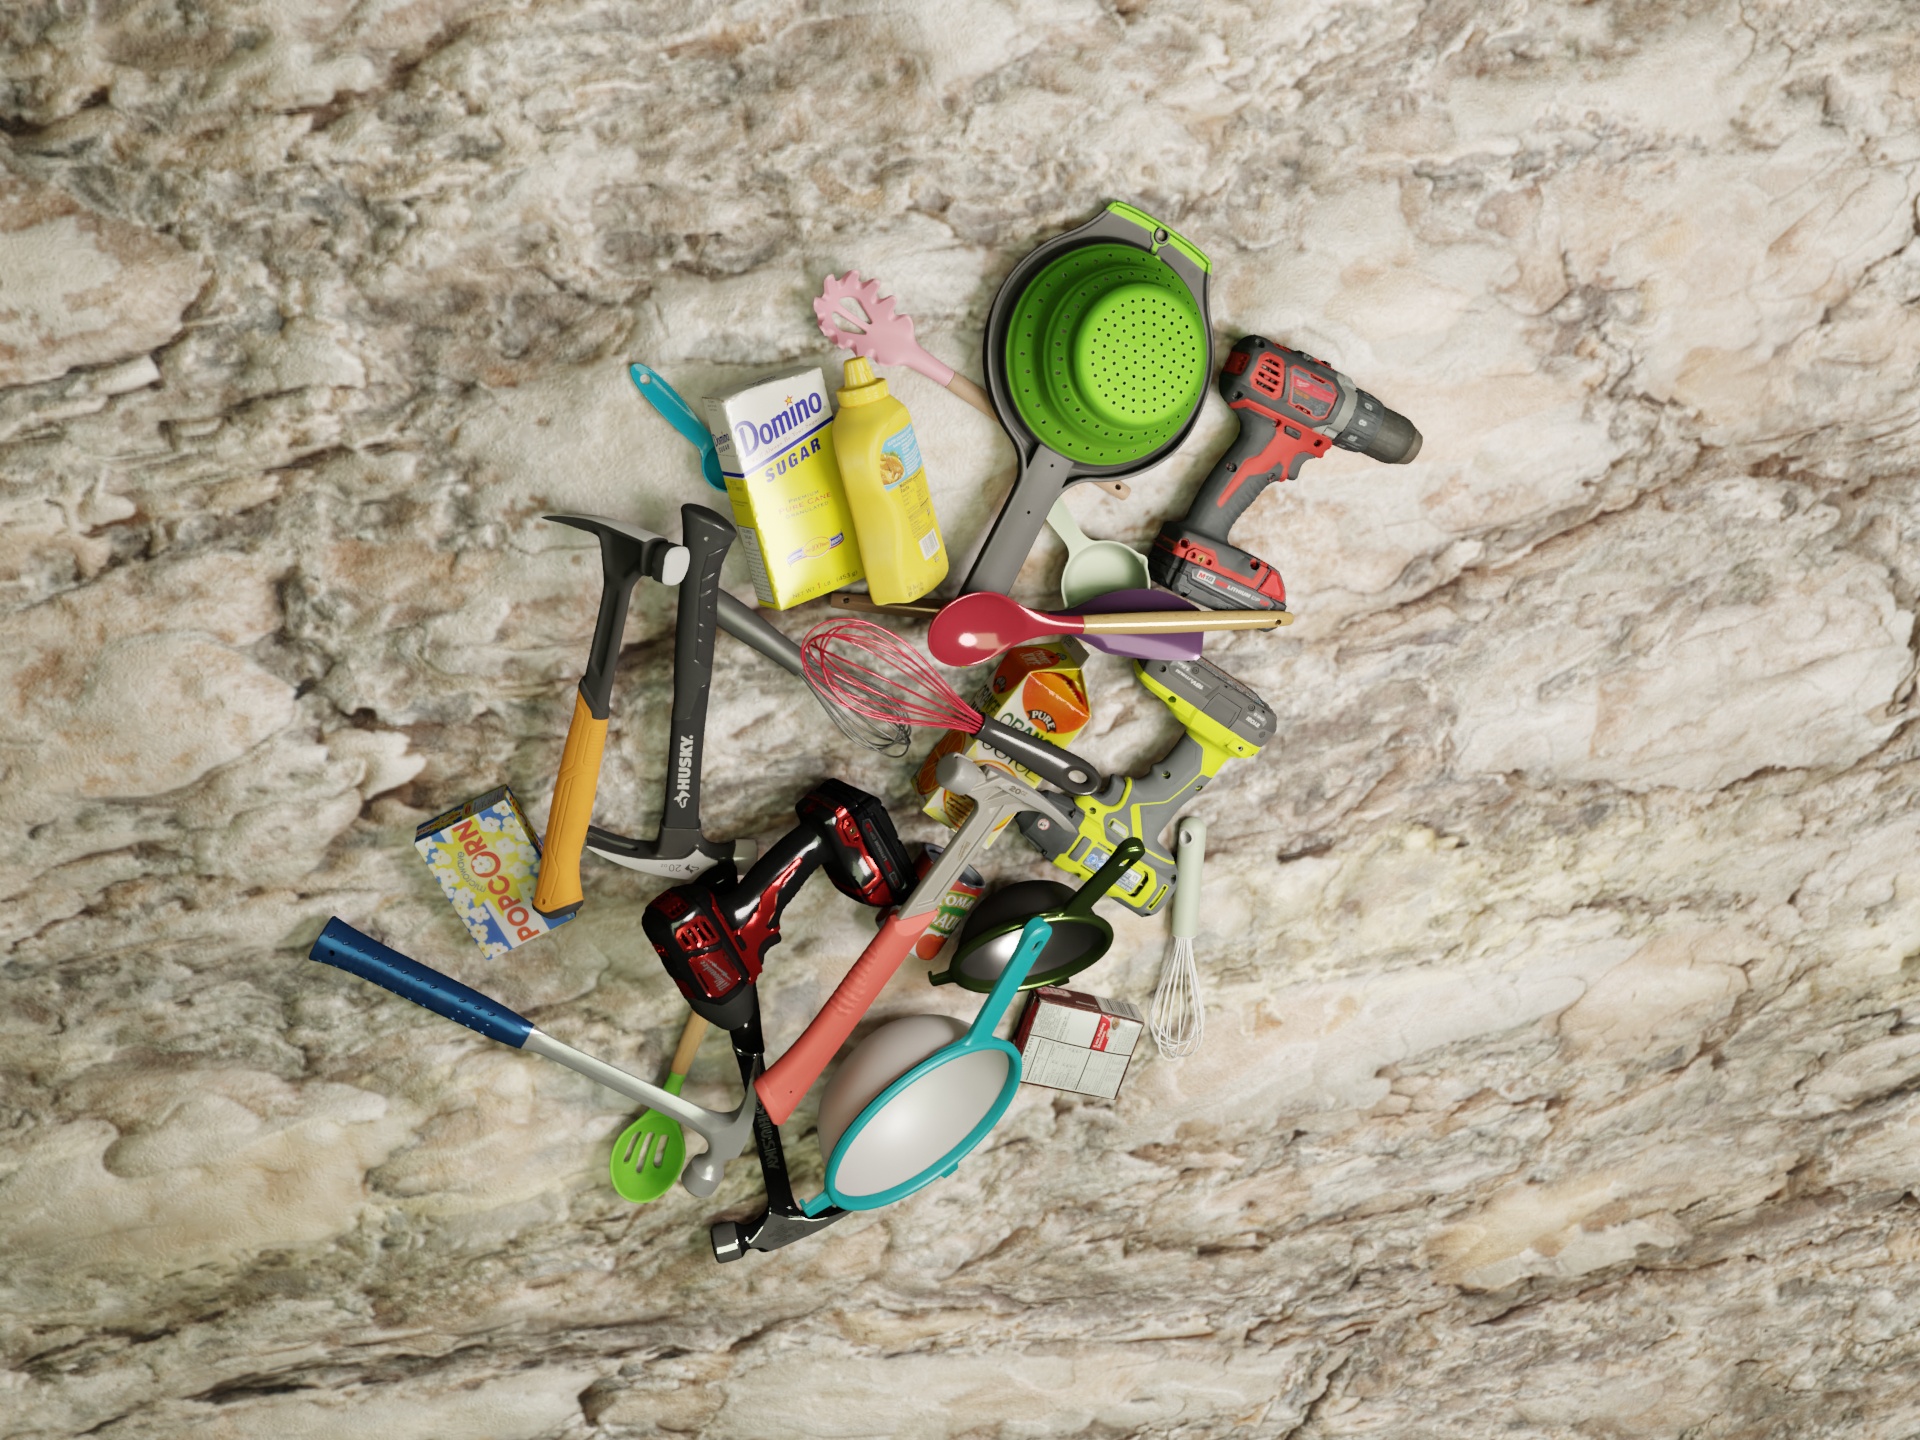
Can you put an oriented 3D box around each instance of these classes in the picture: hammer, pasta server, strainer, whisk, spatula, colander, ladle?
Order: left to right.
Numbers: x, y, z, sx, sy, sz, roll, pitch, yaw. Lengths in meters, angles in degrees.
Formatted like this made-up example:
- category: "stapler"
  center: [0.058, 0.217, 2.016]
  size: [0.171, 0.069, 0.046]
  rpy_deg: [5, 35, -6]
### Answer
- category: "hammer"
  center: [-0.362, 0.273, 1.374]
  size: [0.405, 0.035, 0.144]
  rpy_deg: [29, 109, -10]
- category: "hammer"
  center: [-0.307, 0.002, 1.287]
  size: [0.127, 0.034, 0.336]
  rpy_deg: [21, 107, 23]
- category: "hammer"
  center: [-0.229, -0.018, 1.313]
  size: [0.146, 0.035, 0.334]
  rpy_deg: [3, 116, -12]
- category: "hammer"
  center: [-0.183, 0.311, 1.437]
  size: [0.149, 0.036, 0.408]
  rpy_deg: [-12, 115, -11]
- category: "whisk"
  center: [-0.135, -0.045, 1.339]
  size: [0.238, 0.055, 0.055]
  rpy_deg: [36, 98, -15]
- category: "hammer"
  center: [-0.054, 0.196, 1.349]
  size: [0.149, 0.037, 0.359]
  rpy_deg: [30, 100, -39]
- category: "strainer"
  center: [-0.026, 0.285, 1.415]
  size: [0.211, 0.095, 0.340]
  rpy_deg: [1, 125, -47]
- category: "whisk"
  center: [-0.002, -0.004, 1.298]
  size: [0.295, 0.073, 0.073]
  rpy_deg: [27, 101, -25]
- category: "pasta server"
  center: [0.015, -0.264, 1.299]
  size: [0.316, 0.040, 0.060]
  rpy_deg: [30, 91, -20]
- category: "spatula"
  center: [0.048, -0.090, 1.340]
  size: [0.316, 0.018, 0.060]
  rpy_deg: [4, 84, 1]
- category: "strainer"
  center: [0.081, 0.154, 1.392]
  size: [0.151, 0.069, 0.256]
  rpy_deg: [6, 142, -30]
- category: "colander"
  center: [0.091, -0.217, 1.271]
  size: [0.204, 0.095, 0.397]
  rpy_deg: [25, 94, -21]
- category: "ladle"
  center: [0.125, -0.080, 1.302]
  size: [0.315, 0.031, 0.069]
  rpy_deg: [-2, 126, -12]
- category: "whisk"
  center: [0.210, 0.208, 1.498]
  size: [0.059, 0.058, 0.246]
  rpy_deg: [-13, 111, -44]

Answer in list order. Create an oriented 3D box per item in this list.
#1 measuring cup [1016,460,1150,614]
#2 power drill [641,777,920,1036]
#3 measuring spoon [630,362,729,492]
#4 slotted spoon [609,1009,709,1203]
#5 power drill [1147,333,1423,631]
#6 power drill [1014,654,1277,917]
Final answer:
- category: "measuring cup"
  center: [0.097, -0.154, 1.359]
  size: [0.083, 0.038, 0.167]
  rpy_deg: [-35, 97, 4]
- category: "power drill"
  center: [-0.149, 0.160, 1.341]
  size: [0.219, 0.079, 0.143]
  rpy_deg: [-36, 120, -23]
- category: "measuring spoon"
  center: [-0.218, -0.236, 1.277]
  size: [0.042, 0.021, 0.128]
  rpy_deg: [-45, 102, -8]
- category: "slotted spoon"
  center: [-0.245, 0.296, 1.442]
  size: [0.070, 0.031, 0.313]
  rpy_deg: [17, 102, -25]
- category: "power drill"
  center: [0.276, -0.193, 1.358]
  size: [0.187, 0.080, 0.226]
  rpy_deg: [21, 100, -17]
- category: "power drill"
  center: [0.159, 0.045, 1.410]
  size: [0.171, 0.080, 0.223]
  rpy_deg: [33, 103, -10]
